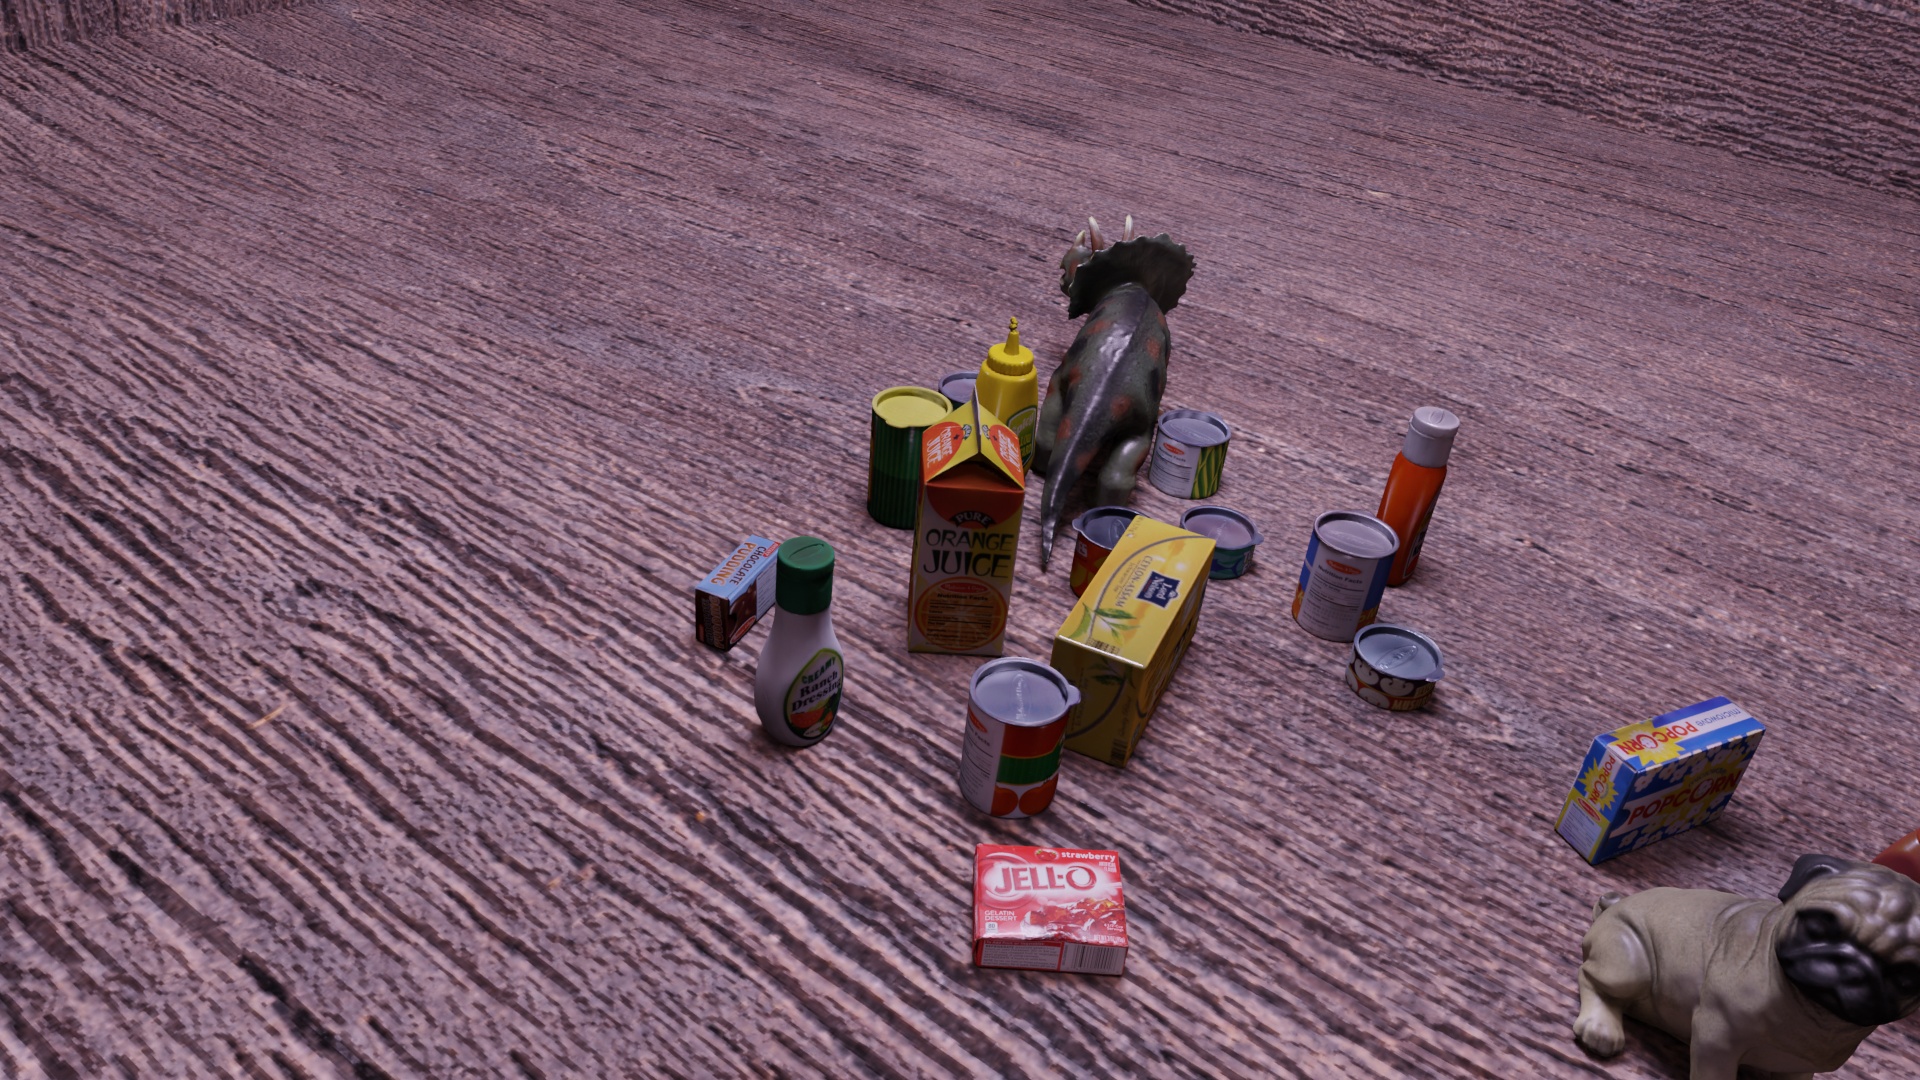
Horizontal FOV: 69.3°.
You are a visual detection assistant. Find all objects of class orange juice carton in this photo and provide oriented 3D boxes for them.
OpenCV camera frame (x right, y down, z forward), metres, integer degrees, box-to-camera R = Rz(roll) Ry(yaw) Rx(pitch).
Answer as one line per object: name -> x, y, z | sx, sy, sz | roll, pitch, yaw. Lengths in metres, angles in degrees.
orange juice carton -> 0.004, -0.013, 1.010 | 0.073, 0.191, 0.072 | 3, 34, -4

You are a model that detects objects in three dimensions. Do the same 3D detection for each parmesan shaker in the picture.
parmesan shaker -> -0.045, -0.067, 1.163 | 0.071, 0.102, 0.072 | 4, 34, -3

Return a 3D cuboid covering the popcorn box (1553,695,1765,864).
popcorn box -> 0.467, 0.159, 0.928 | 0.127, 0.084, 0.038 | -11, 37, -24

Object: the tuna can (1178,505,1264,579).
tuna can -> 0.217, 0.002, 1.166 | 0.071, 0.032, 0.071 | 4, 34, -3

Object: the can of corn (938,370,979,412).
can of corn -> 0.011, -0.115, 1.283 | 0.071, 0.058, 0.071 | 4, 34, -3

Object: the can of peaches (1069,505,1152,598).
can of peaches -> 0.121, 0.013, 1.111 | 0.071, 0.057, 0.071 | 4, 34, -3

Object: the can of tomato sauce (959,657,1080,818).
can of tomato sauce -> 0.037, 0.129, 0.904 | 0.071, 0.082, 0.071 | 4, 34, -3

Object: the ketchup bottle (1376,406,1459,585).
ketchup bottle -> 0.372, -0.038, 1.147 | 0.043, 0.148, 0.065 | 21, 36, 21

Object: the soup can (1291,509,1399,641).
soup can -> 0.304, 0.027, 1.098 | 0.071, 0.083, 0.072 | 4, 34, -3

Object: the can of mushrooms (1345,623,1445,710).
can of mushrooms -> 0.327, 0.096, 1.044 | 0.071, 0.033, 0.071 | 4, 34, -3

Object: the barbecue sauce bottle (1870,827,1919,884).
barbecue sauce bottle -> 0.566, 0.207, 0.817 | 0.044, 0.147, 0.065 | -1, 34, -11

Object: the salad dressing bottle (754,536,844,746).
salad dressing bottle -> -0.105, 0.067, 0.914 | 0.044, 0.146, 0.064 | 32, 42, 33

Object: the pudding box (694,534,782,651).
pudding box -> -0.164, 0.038, 1.035 | 0.030, 0.049, 0.084 | 17, 35, 16

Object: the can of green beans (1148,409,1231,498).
can of green beans -> 0.208, -0.078, 1.261 | 0.071, 0.057, 0.071 | 4, 34, -3

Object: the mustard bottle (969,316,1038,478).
mustard bottle -> 0.037, -0.117, 1.199 | 0.049, 0.159, 0.065 | 30, 41, 32
